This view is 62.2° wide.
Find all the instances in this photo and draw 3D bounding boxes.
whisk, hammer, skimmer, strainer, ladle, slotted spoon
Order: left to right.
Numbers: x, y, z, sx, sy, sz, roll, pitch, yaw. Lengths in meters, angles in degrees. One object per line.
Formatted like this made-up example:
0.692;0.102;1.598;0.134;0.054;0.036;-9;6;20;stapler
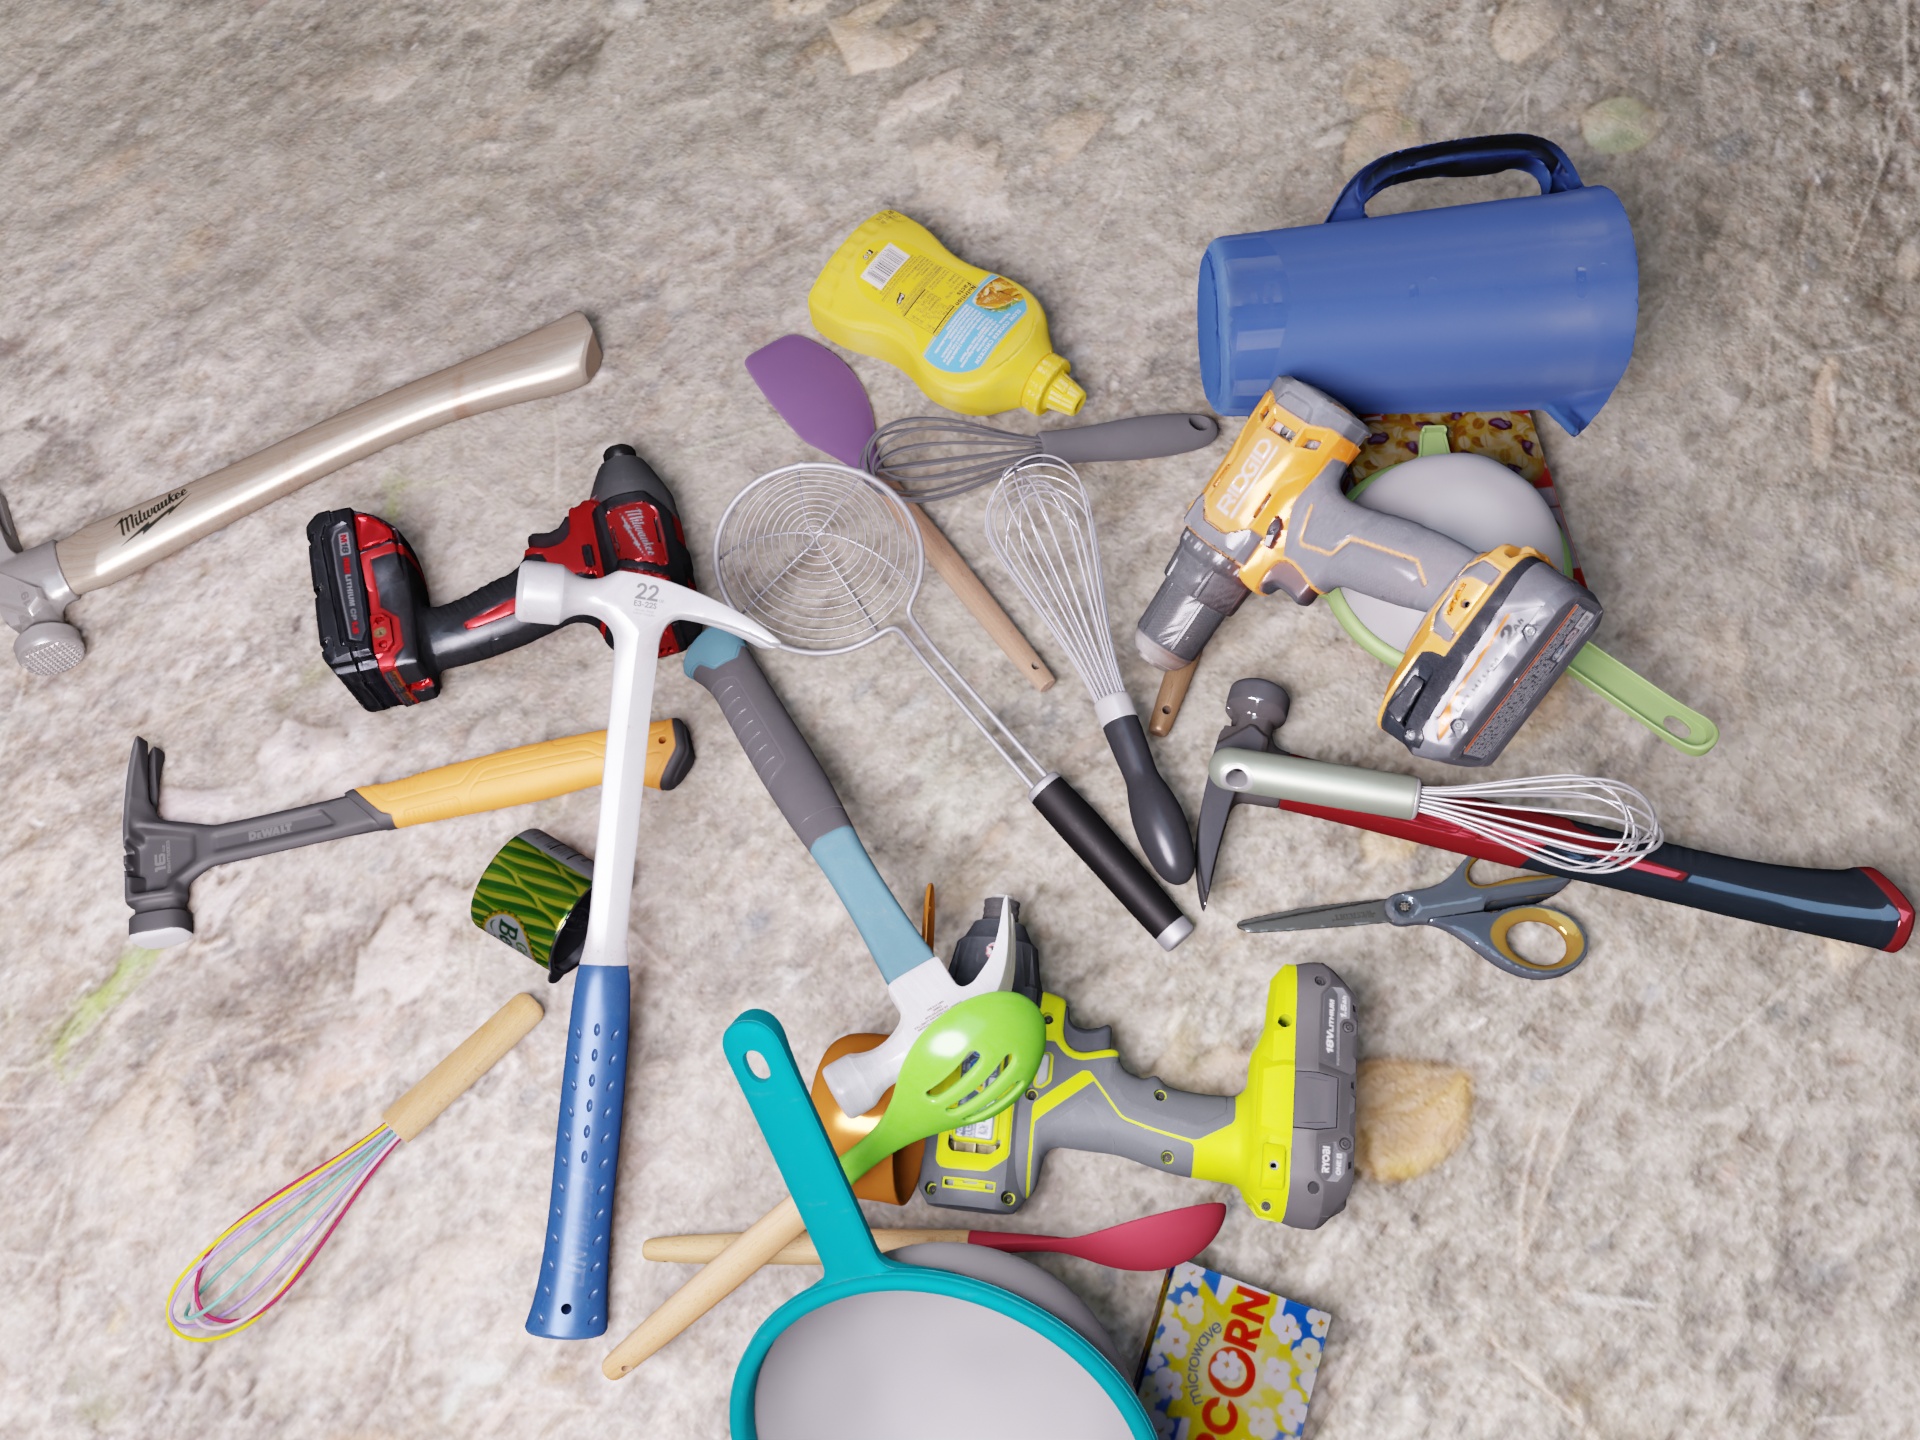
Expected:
-0.434;-0.179;1.045;0.410;0.038;0.146;-27;69;-10;hammer
-0.327;0.243;0.874;0.245;0.051;0.047;-43;94;-19;whisk
-0.329;0.041;0.955;0.337;0.034;0.127;-12;69;-4;hammer
-0.185;0.121;0.859;0.144;0.035;0.405;6;84;-14;hammer
-0.075;0.243;0.796;0.313;0.070;0.031;-43;32;17;slotted spoon
-0.079;0.059;0.893;0.128;0.033;0.331;-27;53;-11;hammer
-0.023;0.275;0.763;0.211;0.095;0.340;-19;101;21;strainer
-0.020;0.270;0.823;0.315;0.069;0.031;-6;64;15;ladle
-0.001;-0.003;0.935;0.127;0.090;0.363;-46;74;18;skimmer
0.052;-0.176;1.022;0.239;0.055;0.055;-8;68;-12;whisk
0.082;-0.035;0.947;0.070;0.070;0.285;-18;71;-6;whisk
0.261;0.044;0.884;0.246;0.057;0.059;9;30;12;whisk
0.330;-0.071;0.919;0.256;0.069;0.151;39;75;18;strainer
0.329;0.083;0.902;0.386;0.038;0.143;14;64;10;hammer

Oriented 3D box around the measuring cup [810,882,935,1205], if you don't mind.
-0.045;0.172;0.864;0.052;0.095;0.174;1;70;11;measuring cup

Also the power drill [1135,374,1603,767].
0.211;-0.063;0.890;0.226;0.084;0.185;44;110;32;power drill

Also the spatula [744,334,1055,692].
-0.036;-0.140;1.029;0.060;0.018;0.316;-32;70;-15;spatula

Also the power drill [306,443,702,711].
-0.279;-0.092;0.987;0.219;0.078;0.143;-13;68;-7;power drill

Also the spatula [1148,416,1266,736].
0.174;-0.135;1.009;0.082;0.044;0.318;19;71;6;spatula

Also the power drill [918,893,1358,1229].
0.097;0.186;0.865;0.223;0.080;0.171;5;70;6;power drill
